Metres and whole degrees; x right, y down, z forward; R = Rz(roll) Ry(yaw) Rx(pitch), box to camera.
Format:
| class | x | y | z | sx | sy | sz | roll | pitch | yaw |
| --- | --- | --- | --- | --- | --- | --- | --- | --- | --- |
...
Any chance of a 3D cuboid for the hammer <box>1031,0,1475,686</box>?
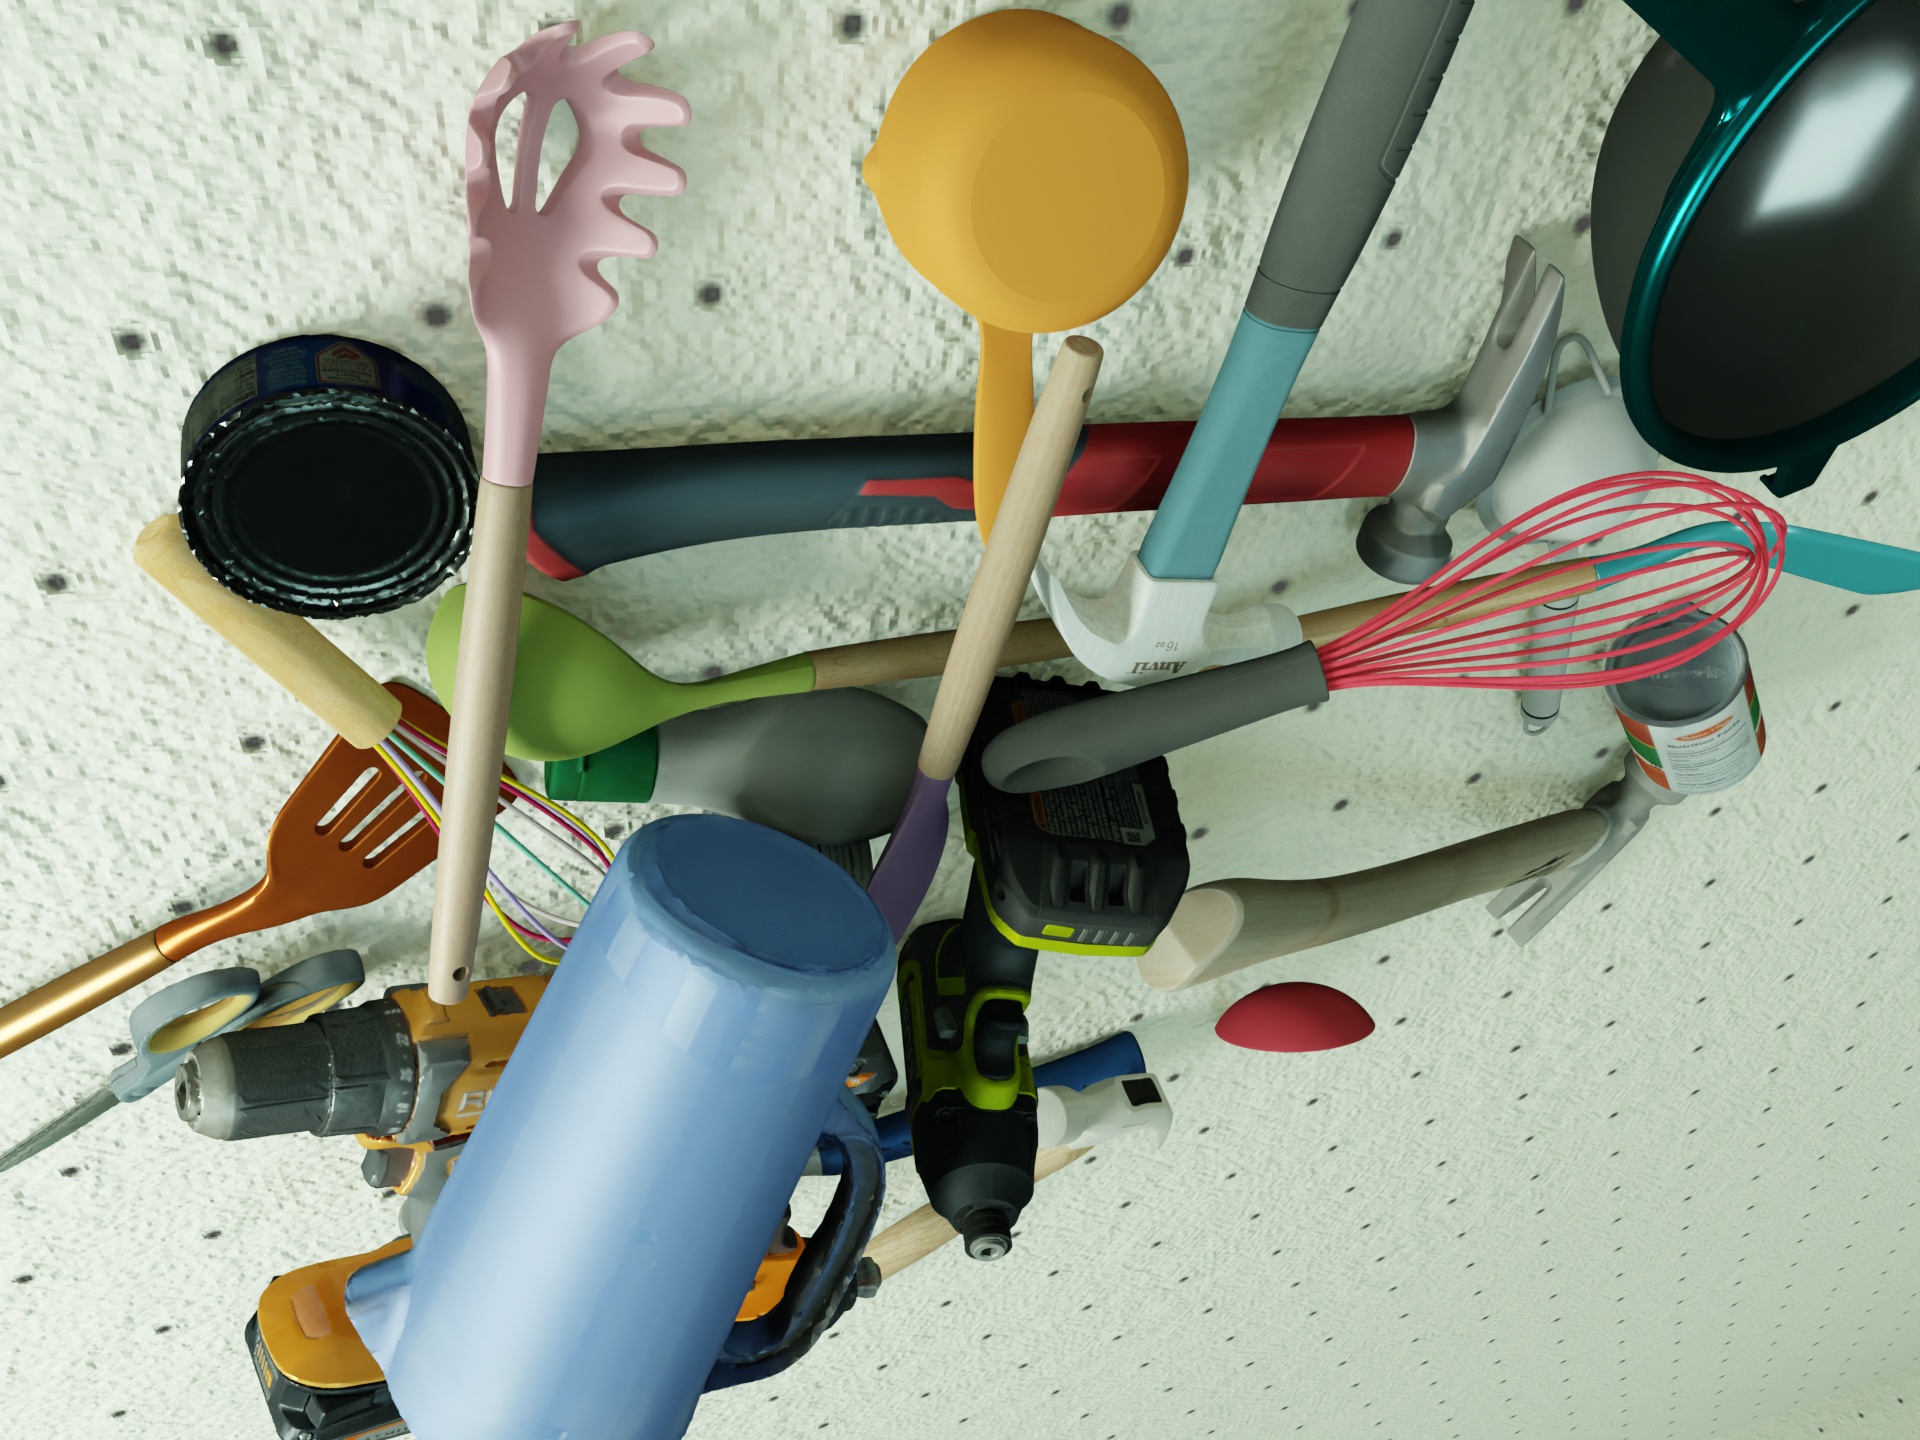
| class | x | y | z | sx | sy | sz | roll | pitch | yaw |
| --- | --- | --- | --- | --- | --- | --- | --- | --- | --- |
| hammer | 0.110 | -0.142 | 0.510 | 0.128 | 0.033 | 0.330 | -2 | 132 | -26 |

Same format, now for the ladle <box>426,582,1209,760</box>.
| class | x | y | z | sx | sy | sz | roll | pitch | yaw |
| --- | --- | --- | --- | --- | --- | --- | --- | --- | --- |
| ladle | -0.037 | -0.033 | 0.606 | 0.320 | 0.062 | 0.078 | -9 | 168 | -29 |

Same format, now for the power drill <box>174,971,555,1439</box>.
| class | x | y | z | sx | sy | sz | roll | pitch | yaw |
| --- | --- | --- | --- | --- | --- | --- | --- | --- | --- |
| power drill | -0.252 | 0.212 | 0.693 | 0.185 | 0.084 | 0.226 | 1 | 119 | -41 |

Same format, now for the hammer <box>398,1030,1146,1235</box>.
| class | x | y | z | sx | sy | sz | roll | pitch | yaw |
| --- | --- | --- | --- | --- | --- | --- | --- | --- | --- |
| hammer | -0.090 | 0.251 | 0.890 | 0.405 | 0.035 | 0.144 | -14 | 139 | -12 |

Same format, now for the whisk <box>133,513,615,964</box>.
| class | x | y | z | sx | sy | sz | roll | pitch | yaw |
| --- | --- | --- | --- | --- | --- | --- | --- | --- | --- |
| whisk | -0.193 | 0.017 | 0.565 | 0.047 | 0.051 | 0.244 | -41 | 133 | -4 |

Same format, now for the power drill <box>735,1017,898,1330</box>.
| class | x | y | z | sx | sy | sz | roll | pitch | yaw |
| --- | --- | --- | --- | --- | --- | --- | --- | --- | --- |
| power drill | -0.101 | 0.231 | 0.793 | 0.164 | 0.084 | 0.226 | 1 | 121 | -24 |

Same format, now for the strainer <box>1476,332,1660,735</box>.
| class | x | y | z | sx | sy | sz | roll | pitch | yaw |
| --- | --- | --- | --- | --- | --- | --- | --- | --- | --- |
| strainer | 0.276 | -0.065 | 0.726 | 0.087 | 0.050 | 0.258 | -19 | 143 | 0 |

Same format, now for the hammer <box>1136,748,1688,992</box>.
| class | x | y | z | sx | sy | sz | roll | pitch | yaw |
| --- | --- | --- | --- | --- | --- | --- | --- | --- | --- |
| hammer | 0.224 | 0.087 | 0.787 | 0.410 | 0.038 | 0.146 | -6 | 139 | -44 |

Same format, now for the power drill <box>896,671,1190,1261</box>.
| class | x | y | z | sx | sy | sz | roll | pitch | yaw |
| --- | --- | --- | --- | --- | --- | --- | --- | --- | --- |
| power drill | 0.023 | 0.107 | 0.686 | 0.080 | 0.171 | 0.223 | 6 | 128 | -12 |

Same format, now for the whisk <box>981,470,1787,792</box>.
| class | x | y | z | sx | sy | sz | roll | pitch | yaw |
| --- | --- | --- | --- | --- | --- | --- | --- | --- | --- |
| whisk | 0.149 | -0.024 | 0.576 | 0.296 | 0.073 | 0.073 | -17 | 141 | 7 |

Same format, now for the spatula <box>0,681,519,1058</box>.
| class | x | y | z | sx | sy | sz | roll | pitch | yaw |
| --- | --- | --- | --- | --- | --- | --- | --- | --- | --- |
| spatula | -0.321 | 0.089 | 0.610 | 0.322 | 0.041 | 0.080 | -27 | 138 | 9 |

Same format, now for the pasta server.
| class | x | y | z | sx | sy | sz | roll | pitch | yaw |
| --- | --- | --- | --- | --- | --- | --- | --- | --- | --- |
| pasta server | -0.136 | -0.044 | 0.479 | 0.060 | 0.040 | 0.316 | -7 | 120 | -41 |

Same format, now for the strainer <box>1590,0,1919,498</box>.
| class | x | y | z | sx | sy | sz | roll | pitch | yaw |
| --- | --- | --- | --- | --- | --- | --- | --- | --- | --- |
| strainer | 0.246 | -0.208 | 0.504 | 0.340 | 0.095 | 0.211 | 14 | 126 | -39 |

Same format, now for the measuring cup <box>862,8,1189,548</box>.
| class | x | y | z | sx | sy | sz | roll | pitch | yaw |
| --- | --- | --- | --- | --- | --- | --- | --- | --- | --- |
| measuring cup | 0.022 | -0.122 | 0.489 | 0.095 | 0.052 | 0.173 | -8 | 120 | -16 |

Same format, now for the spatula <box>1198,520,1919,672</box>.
| class | x | y | z | sx | sy | sz | roll | pitch | yaw |
| --- | --- | --- | --- | --- | --- | --- | --- | --- | --- |
| spatula | 0.241 | -0.045 | 0.666 | 0.317 | 0.044 | 0.082 | -11 | 177 | 6 |

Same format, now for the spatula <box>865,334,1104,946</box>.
| class | x | y | z | sx | sy | sz | roll | pitch | yaw |
| --- | --- | --- | --- | --- | --- | --- | --- | --- | --- |
| spatula | -0.001 | -0.002 | 0.575 | 0.060 | 0.018 | 0.315 | -38 | 156 | -42 |

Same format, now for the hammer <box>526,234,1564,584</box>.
| class | x | y | z | sx | sy | sz | roll | pitch | yaw |
| --- | --- | --- | --- | --- | --- | --- | --- | --- | --- |
| hammer | 0.034 | -0.101 | 0.566 | 0.386 | 0.038 | 0.143 | -6 | 136 | -21 |

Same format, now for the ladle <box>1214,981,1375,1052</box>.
| class | x | y | z | sx | sy | sz | roll | pitch | yaw |
| --- | --- | --- | --- | --- | --- | --- | --- | --- | --- |
| ladle | 0.155 | 0.156 | 0.817 | 0.069 | 0.031 | 0.315 | -4 | 167 | 3 |

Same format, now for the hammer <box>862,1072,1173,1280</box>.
| class | x | y | z | sx | sy | sz | roll | pitch | yaw |
| --- | --- | --- | --- | --- | --- | --- | --- | --- | --- |
| hammer | -0.001 | 0.289 | 0.940 | 0.130 | 0.031 | 0.331 | 5 | 143 | -44 |
